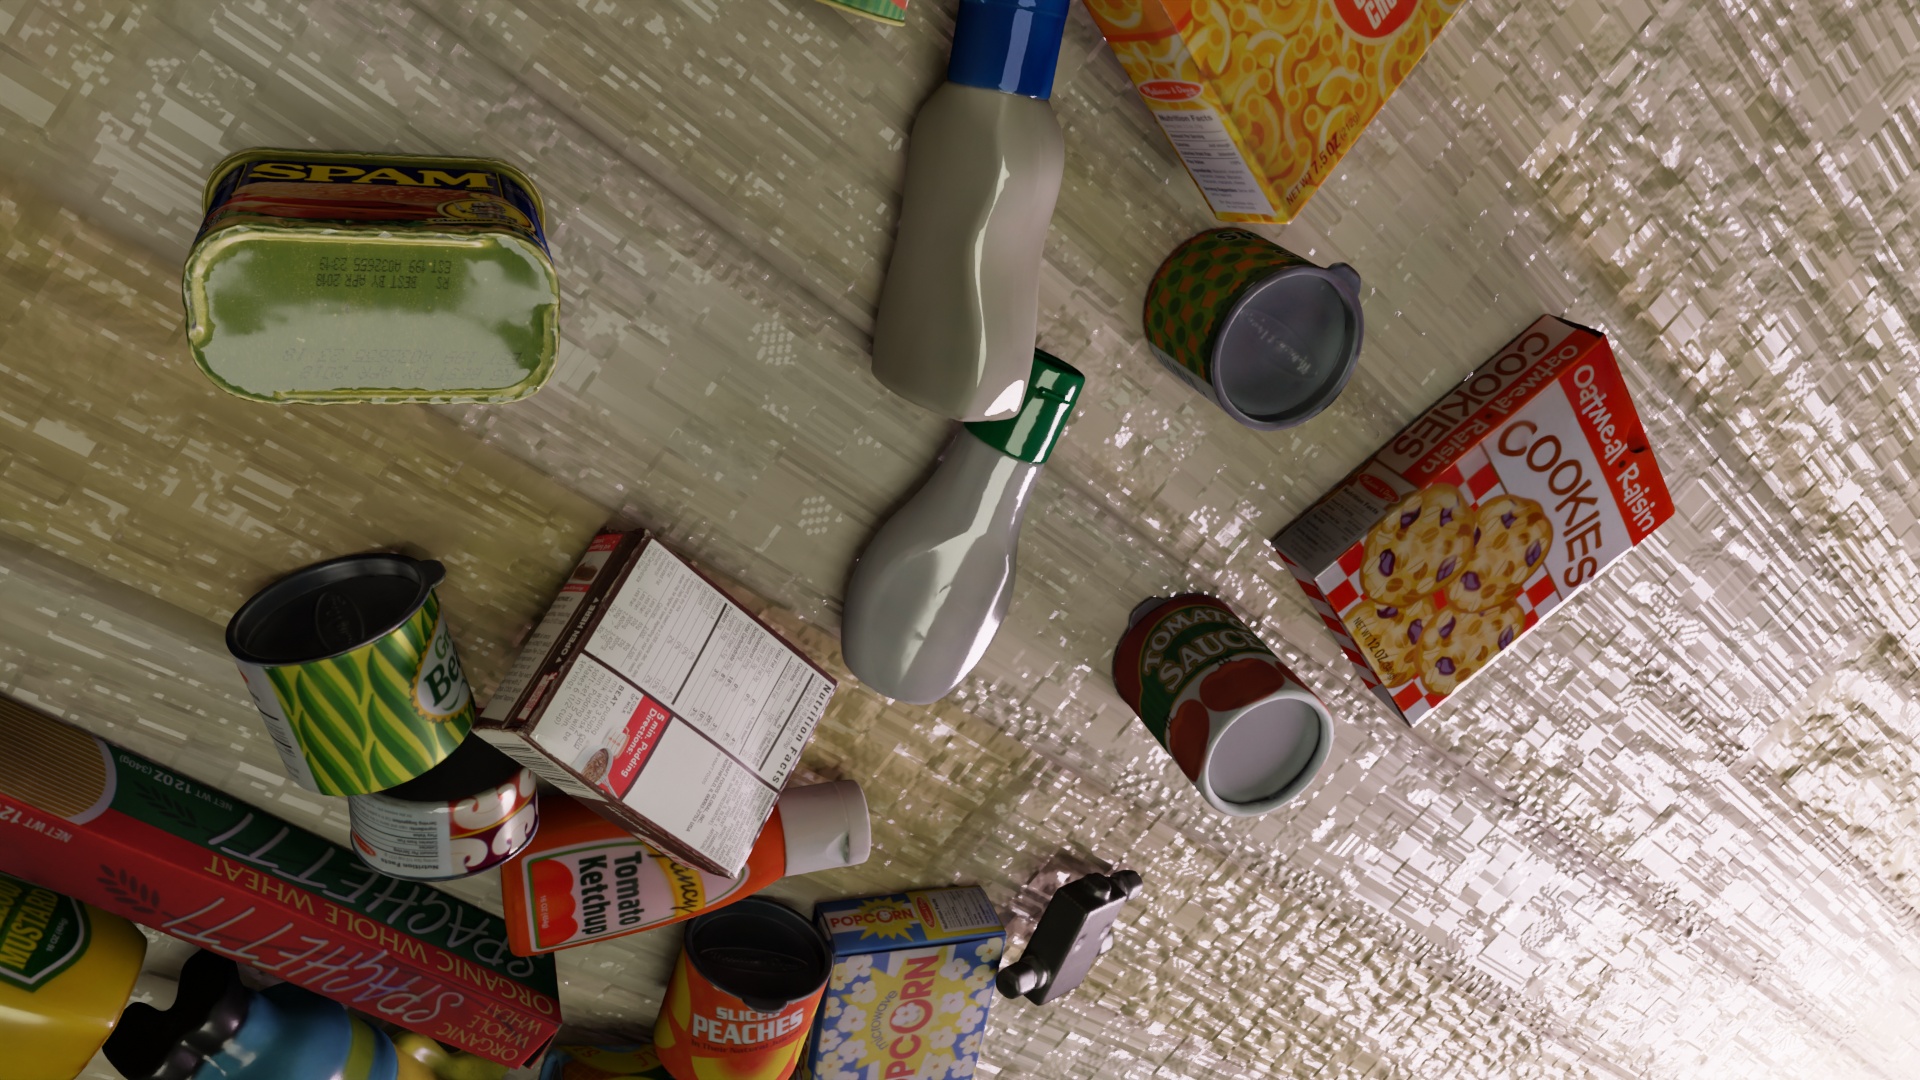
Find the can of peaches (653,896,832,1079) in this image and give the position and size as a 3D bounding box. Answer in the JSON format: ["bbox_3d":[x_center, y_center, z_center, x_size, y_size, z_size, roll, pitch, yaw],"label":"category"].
[{"bbox_3d":[-0.096,0.201,0.607,0.071,0.071,0.057,9,114,-26],"label":"can of peaches"}]

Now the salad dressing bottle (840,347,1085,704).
[{"bbox_3d":[0.002,-0.007,0.553,0.064,0.044,0.147,18,107,-27],"label":"salad dressing bottle"}]

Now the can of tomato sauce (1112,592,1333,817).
[{"bbox_3d":[0.115,0.070,0.616,0.071,0.083,0.070,-10,120,-18],"label":"can of tomato sauce"}]

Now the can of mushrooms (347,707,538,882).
[{"bbox_3d":[-0.189,0.091,0.514,0.071,0.071,0.033,-4,117,-20],"label":"can of mushrooms"}]

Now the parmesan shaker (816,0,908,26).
[{"bbox_3d":[-0.033,-0.214,0.409,0.071,0.071,0.102,9,113,-26],"label":"parmesan shaker"}]

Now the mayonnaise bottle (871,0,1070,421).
[{"bbox_3d":[0.007,-0.119,0.484,0.041,0.065,0.147,-6,116,-40],"label":"mayonnaise bottle"}]

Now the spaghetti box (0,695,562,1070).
[{"bbox_3d":[-0.255,0.132,0.516,0.028,0.050,0.249,-46,124,7],"label":"spaghetti box"}]

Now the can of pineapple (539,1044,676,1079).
[{"bbox_3d":[-0.154,0.256,0.616,0.058,0.071,0.070,9,113,-26],"label":"can of pineapple"}]

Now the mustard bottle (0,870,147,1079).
[{"bbox_3d":[-0.362,0.129,0.463,0.160,0.065,0.048,36,104,-29],"label":"mustard bottle"}]

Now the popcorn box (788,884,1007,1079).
[{"bbox_3d":[-0.033,0.229,0.667,0.085,0.038,0.126,-1,116,-23],"label":"popcorn box"}]

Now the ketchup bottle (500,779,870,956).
[{"bbox_3d":[-0.113,0.128,0.577,0.149,0.044,0.064,-6,119,-20],"label":"ketchup bottle"}]

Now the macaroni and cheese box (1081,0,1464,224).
[{"bbox_3d":[0.094,-0.209,0.464,0.124,0.040,0.166,-52,125,-13],"label":"macaroni and cheese box"}]

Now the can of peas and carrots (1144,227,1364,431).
[{"bbox_3d":[0.116,-0.086,0.547,0.071,0.059,0.070,-10,120,-18],"label":"can of peas and carrots"}]

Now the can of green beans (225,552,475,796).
[{"bbox_3d":[-0.208,0.046,0.480,0.071,0.071,0.057,-16,122,-14],"label":"can of green beans"}]

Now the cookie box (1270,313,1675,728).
[{"bbox_3d":[0.245,-0.006,0.655,0.167,0.040,0.122,-40,124,1],"label":"cookie box"}]
